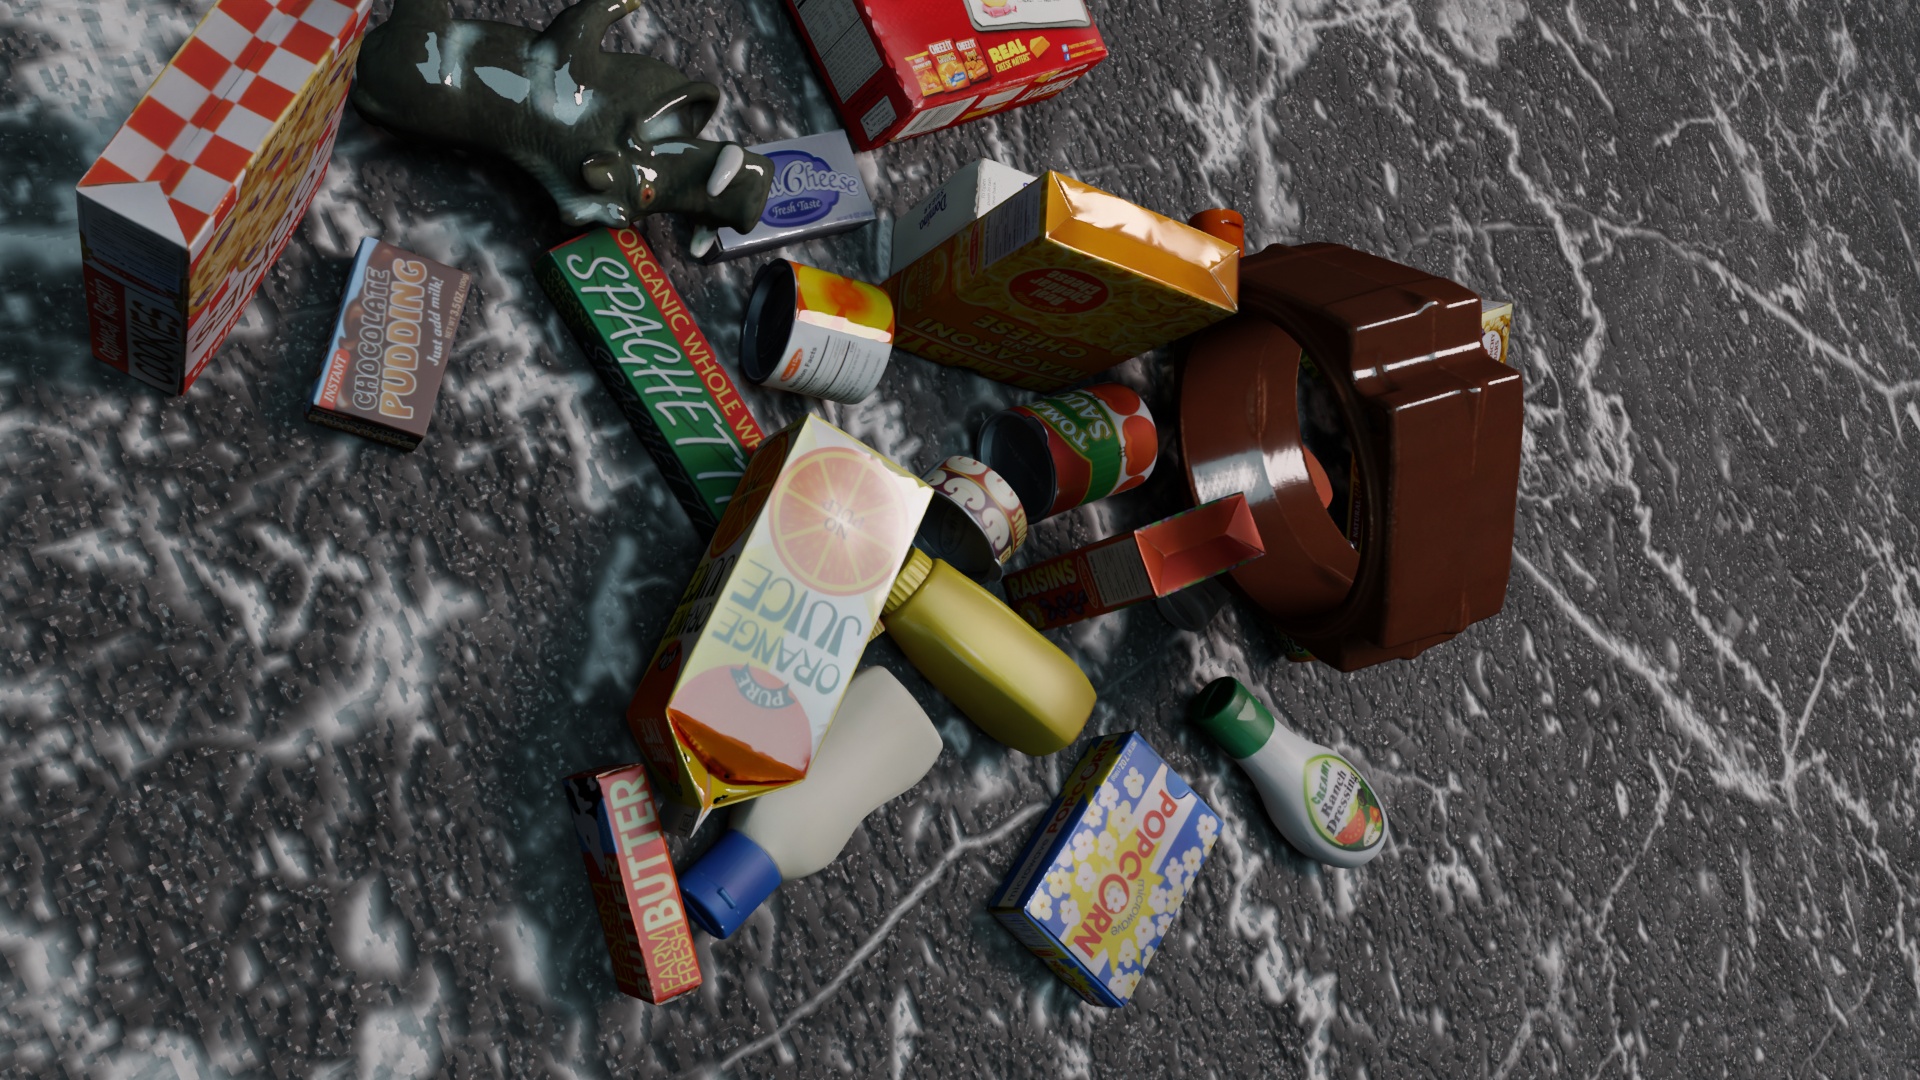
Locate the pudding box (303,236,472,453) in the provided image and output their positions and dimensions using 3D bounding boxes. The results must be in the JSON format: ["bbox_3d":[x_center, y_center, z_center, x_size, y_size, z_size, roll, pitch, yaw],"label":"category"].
[{"bbox_3d":[-0.255,-0.087,0.620,0.049,0.030,0.084,19,69,-28],"label":"pudding box"}]

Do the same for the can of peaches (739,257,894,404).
[{"bbox_3d":[-0.075,-0.109,0.723,0.058,0.071,0.071,10,74,-31],"label":"can of peaches"}]

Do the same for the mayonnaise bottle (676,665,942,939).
[{"bbox_3d":[-0.076,0.129,0.682,0.149,0.041,0.064,-43,102,-31],"label":"mayonnaise bottle"}]

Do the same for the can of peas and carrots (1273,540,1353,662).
[{"bbox_3d":[0.226,0.040,0.887,0.071,0.071,0.058,-26,95,-35],"label":"can of peas and carrots"}]

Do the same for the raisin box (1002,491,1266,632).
[{"bbox_3d":[0.094,0.014,0.769,0.086,0.123,0.040,-19,89,-35],"label":"raisin box"}]

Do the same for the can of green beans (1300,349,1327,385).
[{"bbox_3d":[0.274,-0.146,0.964,0.071,0.057,0.071,8,75,-32],"label":"can of green beans"}]

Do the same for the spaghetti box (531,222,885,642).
[{"bbox_3d":[-0.125,-0.044,0.697,0.050,0.028,0.249,-37,100,-34],"label":"spaghetti box"}]

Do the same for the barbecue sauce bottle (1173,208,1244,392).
[{"bbox_3d":[0.168,-0.140,0.902,0.065,0.043,0.149,8,74,-31],"label":"barbecue sauce bottle"}]

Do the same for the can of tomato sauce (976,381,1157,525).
[{"bbox_3d":[0.062,-0.053,0.797,0.083,0.071,0.071,-19,90,-35],"label":"can of tomato sauce"}]

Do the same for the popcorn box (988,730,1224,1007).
[{"bbox_3d":[0.083,0.182,0.775,0.085,0.038,0.127,46,59,-15],"label":"popcorn box"}]

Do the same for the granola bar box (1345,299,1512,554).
[{"bbox_3d":[0.316,-0.072,0.944,0.125,0.039,0.164,-20,119,-35],"label":"granola bar box"}]

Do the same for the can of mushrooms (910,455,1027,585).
[{"bbox_3d":[0.003,-0.009,0.748,0.033,0.071,0.071,-45,104,-34],"label":"can of mushrooms"}]

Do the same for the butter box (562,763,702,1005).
[{"bbox_3d":[-0.147,0.152,0.622,0.024,0.053,0.103,-14,87,-33],"label":"butter box"}]

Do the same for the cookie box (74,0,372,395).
[{"bbox_3d":[-0.281,-0.136,0.532,0.040,0.167,0.123,30,65,-21],"label":"cookie box"}]

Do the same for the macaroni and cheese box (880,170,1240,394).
[{"bbox_3d":[0.047,-0.130,0.746,0.124,0.166,0.040,14,72,-30],"label":"macaroni and cheese box"}]

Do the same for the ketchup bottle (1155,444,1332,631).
[{"bbox_3d":[0.177,-0.003,0.876,0.064,0.043,0.149,51,58,-10],"label":"ketchup bottle"}]

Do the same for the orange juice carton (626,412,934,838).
[{"bbox_3d":[-0.091,0.045,0.640,0.073,0.071,0.193,31,69,-20],"label":"orange juice carton"}]

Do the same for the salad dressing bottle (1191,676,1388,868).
[{"bbox_3d":[0.203,0.143,0.859,0.147,0.044,0.064,43,61,-18],"label":"salad dressing bottle"}]

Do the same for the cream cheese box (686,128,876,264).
[{"bbox_3d":[-0.099,-0.186,0.749,0.104,0.024,0.053,-22,91,-35],"label":"cream cheese box"}]

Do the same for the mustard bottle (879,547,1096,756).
[{"bbox_3d":[-0.001,0.049,0.737,0.160,0.065,0.049,43,58,-13],"label":"mustard bottle"}]
